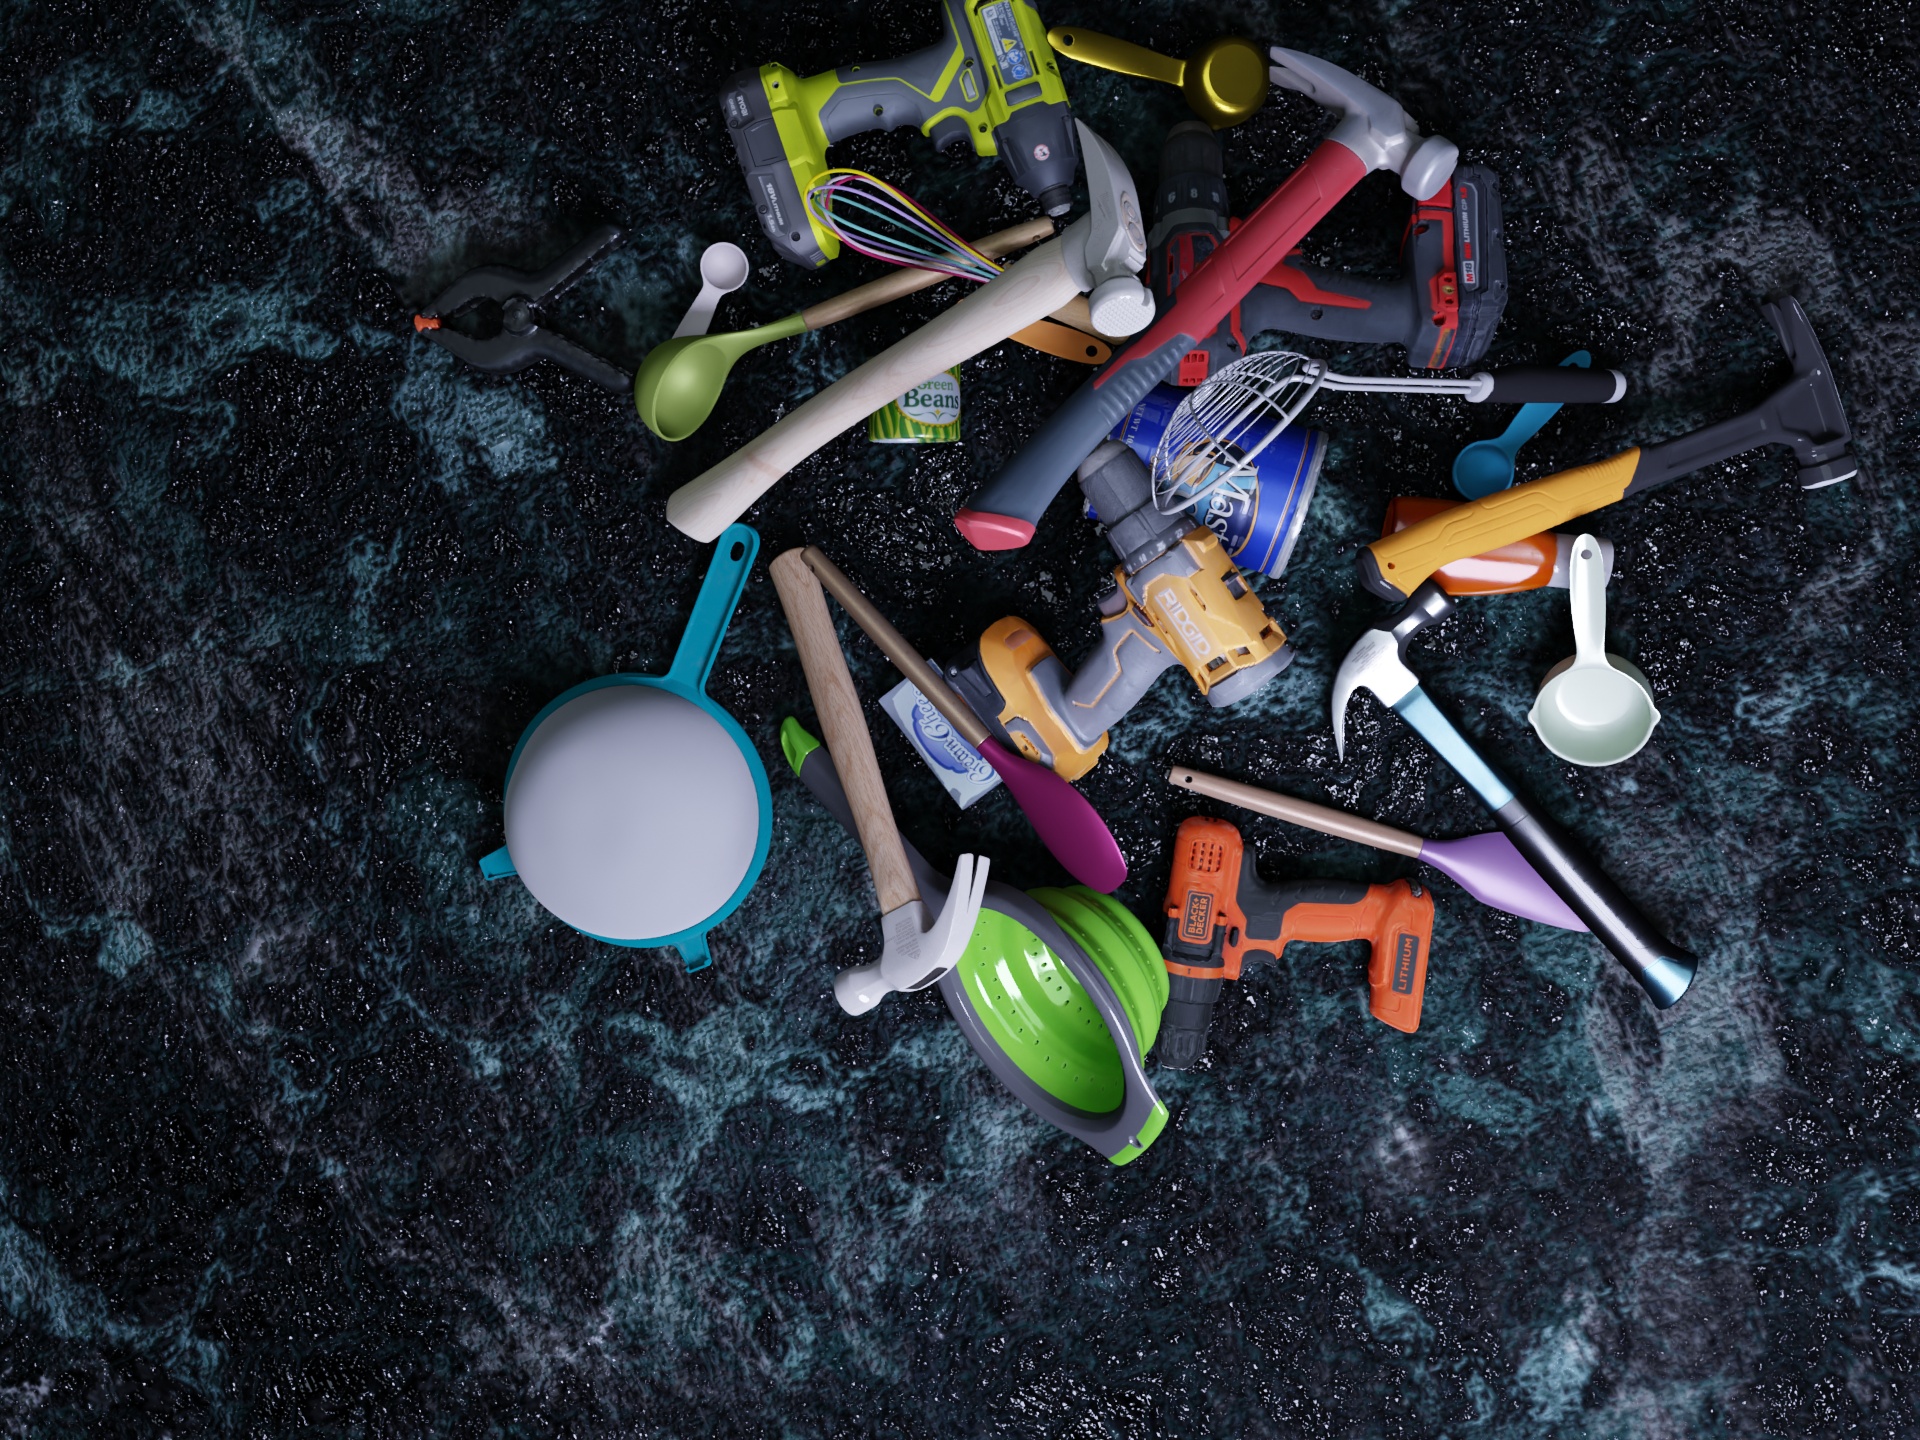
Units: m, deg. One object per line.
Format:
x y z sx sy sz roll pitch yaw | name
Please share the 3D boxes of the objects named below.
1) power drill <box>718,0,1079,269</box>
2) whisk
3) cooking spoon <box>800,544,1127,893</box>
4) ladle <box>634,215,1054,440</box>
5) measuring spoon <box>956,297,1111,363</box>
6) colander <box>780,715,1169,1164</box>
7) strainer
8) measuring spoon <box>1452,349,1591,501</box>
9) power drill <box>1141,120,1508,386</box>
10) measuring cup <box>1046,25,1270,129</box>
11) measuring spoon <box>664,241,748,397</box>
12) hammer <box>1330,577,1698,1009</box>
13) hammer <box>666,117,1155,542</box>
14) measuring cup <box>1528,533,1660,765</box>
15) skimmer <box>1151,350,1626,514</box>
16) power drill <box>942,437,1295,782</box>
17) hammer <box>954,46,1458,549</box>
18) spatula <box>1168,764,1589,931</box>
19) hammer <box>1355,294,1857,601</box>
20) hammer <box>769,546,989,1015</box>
-0.037 -0.403 1.092 0.223 0.080 0.171 -18 94 6 | power drill
0.009 -0.309 1.071 0.244 0.051 0.047 19 110 -20 | whisk
-0.002 -0.003 1.092 0.319 0.017 0.068 47 144 8 | cooking spoon
-0.082 -0.282 1.123 0.320 0.078 0.062 -20 71 4 | ladle
0.051 -0.275 1.129 0.117 0.011 0.021 18 98 2 | measuring spoon
0.024 0.126 1.136 0.094 0.204 0.397 -33 70 -31 | colander
-0.226 0.016 1.155 0.211 0.095 0.340 24 100 4 | strainer
0.384 -0.203 1.091 0.042 0.021 0.128 41 91 -6 | measuring spoon
0.234 -0.315 1.052 0.226 0.080 0.188 0 72 7 | power drill
0.134 -0.441 1.063 0.156 0.029 0.062 9 97 -13 | measuring cup
-0.192 -0.291 1.158 0.034 0.018 0.124 28 107 -13 | measuring spoon
0.382 0.064 1.088 0.128 0.033 0.331 -43 90 22 | hammer
-0.053 -0.233 1.055 0.410 0.038 0.146 -25 60 34 | hammer
0.423 -0.051 1.065 0.083 0.038 0.167 -1 116 25 | measuring cup
0.283 -0.181 0.997 0.363 0.127 0.090 -5 82 -25 | skimmer
0.087 -0.064 1.061 0.226 0.084 0.185 -34 92 42 | power drill
0.128 -0.259 0.993 0.386 0.038 0.143 -45 69 -7 | hammer
0.302 0.081 1.131 0.316 0.018 0.060 16 93 4 | spatula
0.416 -0.163 1.044 0.337 0.034 0.127 -21 95 -3 | hammer
-0.072 0.025 1.099 0.130 0.031 0.332 -30 66 26 | hammer
